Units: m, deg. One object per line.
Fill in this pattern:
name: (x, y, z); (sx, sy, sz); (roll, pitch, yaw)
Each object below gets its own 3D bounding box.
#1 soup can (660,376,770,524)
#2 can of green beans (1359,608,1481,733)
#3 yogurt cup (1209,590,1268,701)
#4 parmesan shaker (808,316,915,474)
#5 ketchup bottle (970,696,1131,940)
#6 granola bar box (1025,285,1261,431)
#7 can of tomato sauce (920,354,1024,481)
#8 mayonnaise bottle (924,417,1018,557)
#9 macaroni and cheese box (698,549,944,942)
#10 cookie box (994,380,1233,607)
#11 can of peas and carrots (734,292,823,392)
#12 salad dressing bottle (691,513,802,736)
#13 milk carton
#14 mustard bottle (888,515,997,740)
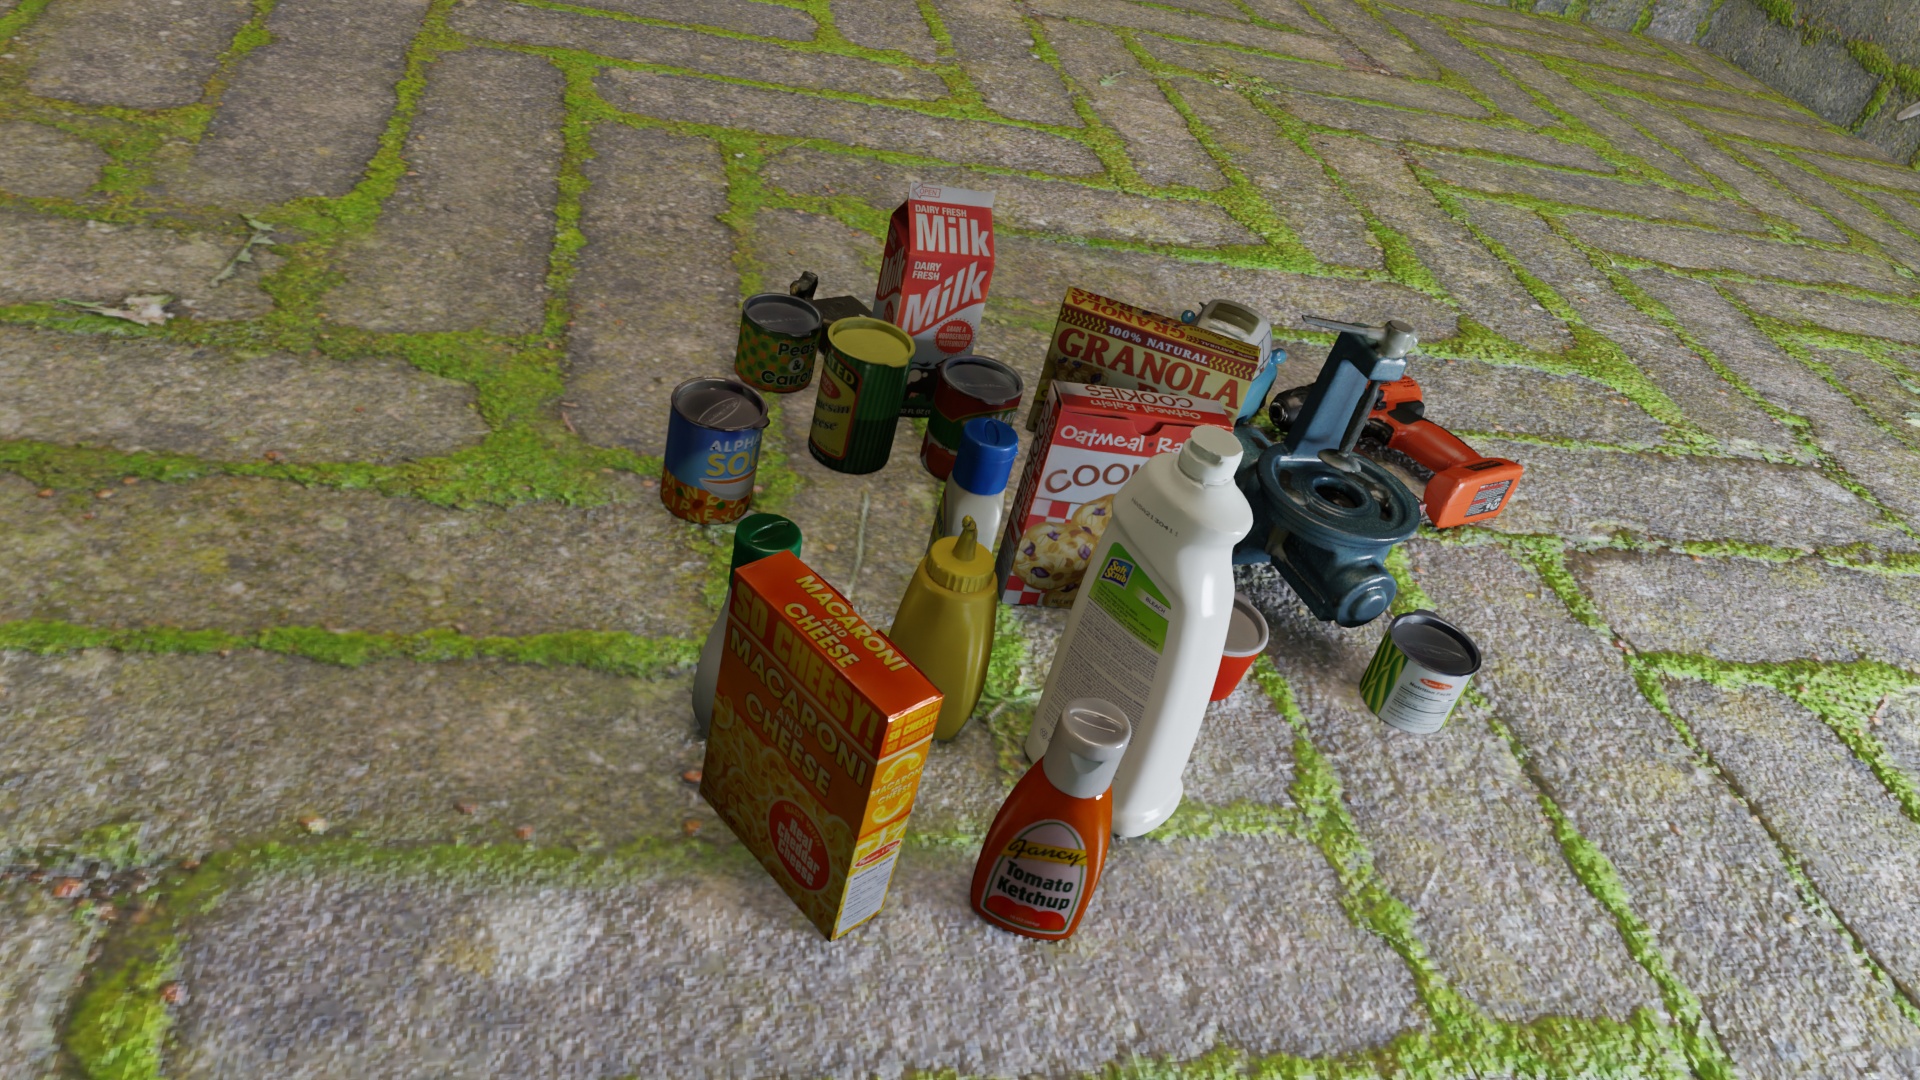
soup can: (-0.172, -0.062, 0.978); (0.071, 0.083, 0.072); (10, 36, -8)
can of green beans: (0.324, 0.093, 0.980); (0.071, 0.057, 0.071); (10, 36, -8)
yogurt cup: (0.170, 0.073, 0.952); (0.072, 0.053, 0.073); (10, 36, -8)
parmesan shaker: (-0.076, -0.108, 1.061); (0.071, 0.102, 0.072); (10, 36, -8)
ketchup bottle: (0.051, 0.146, 0.729); (0.065, 0.148, 0.044); (17, 35, 2)
granola bar box: (0.149, -0.126, 1.152); (0.166, 0.123, 0.039); (18, 36, 4)
can of tomato sauce: (0.009, -0.093, 1.089); (0.071, 0.082, 0.071); (10, 36, -8)
mayonnaise bottle: (0.003, -0.012, 0.923); (0.041, 0.147, 0.065); (8, 36, -11)
macaroni and cheese box: (-0.077, 0.106, 0.718); (0.040, 0.165, 0.124); (-21, 49, -40)
cookie box: (0.103, -0.025, 0.963); (0.123, 0.166, 0.040); (5, 37, -15)
can of peas and carrots: (-0.149, -0.162, 1.143); (0.071, 0.058, 0.071); (10, 36, -8)
salad dressing bottle: (-0.118, 0.052, 0.791); (0.044, 0.146, 0.064); (36, 40, 26)
milk carton: (-0.025, -0.198, 1.126); (0.072, 0.189, 0.074); (2, 38, -19)
mustard bottle: (-0.008, 0.048, 0.829); (0.065, 0.159, 0.049); (19, 36, 5)
